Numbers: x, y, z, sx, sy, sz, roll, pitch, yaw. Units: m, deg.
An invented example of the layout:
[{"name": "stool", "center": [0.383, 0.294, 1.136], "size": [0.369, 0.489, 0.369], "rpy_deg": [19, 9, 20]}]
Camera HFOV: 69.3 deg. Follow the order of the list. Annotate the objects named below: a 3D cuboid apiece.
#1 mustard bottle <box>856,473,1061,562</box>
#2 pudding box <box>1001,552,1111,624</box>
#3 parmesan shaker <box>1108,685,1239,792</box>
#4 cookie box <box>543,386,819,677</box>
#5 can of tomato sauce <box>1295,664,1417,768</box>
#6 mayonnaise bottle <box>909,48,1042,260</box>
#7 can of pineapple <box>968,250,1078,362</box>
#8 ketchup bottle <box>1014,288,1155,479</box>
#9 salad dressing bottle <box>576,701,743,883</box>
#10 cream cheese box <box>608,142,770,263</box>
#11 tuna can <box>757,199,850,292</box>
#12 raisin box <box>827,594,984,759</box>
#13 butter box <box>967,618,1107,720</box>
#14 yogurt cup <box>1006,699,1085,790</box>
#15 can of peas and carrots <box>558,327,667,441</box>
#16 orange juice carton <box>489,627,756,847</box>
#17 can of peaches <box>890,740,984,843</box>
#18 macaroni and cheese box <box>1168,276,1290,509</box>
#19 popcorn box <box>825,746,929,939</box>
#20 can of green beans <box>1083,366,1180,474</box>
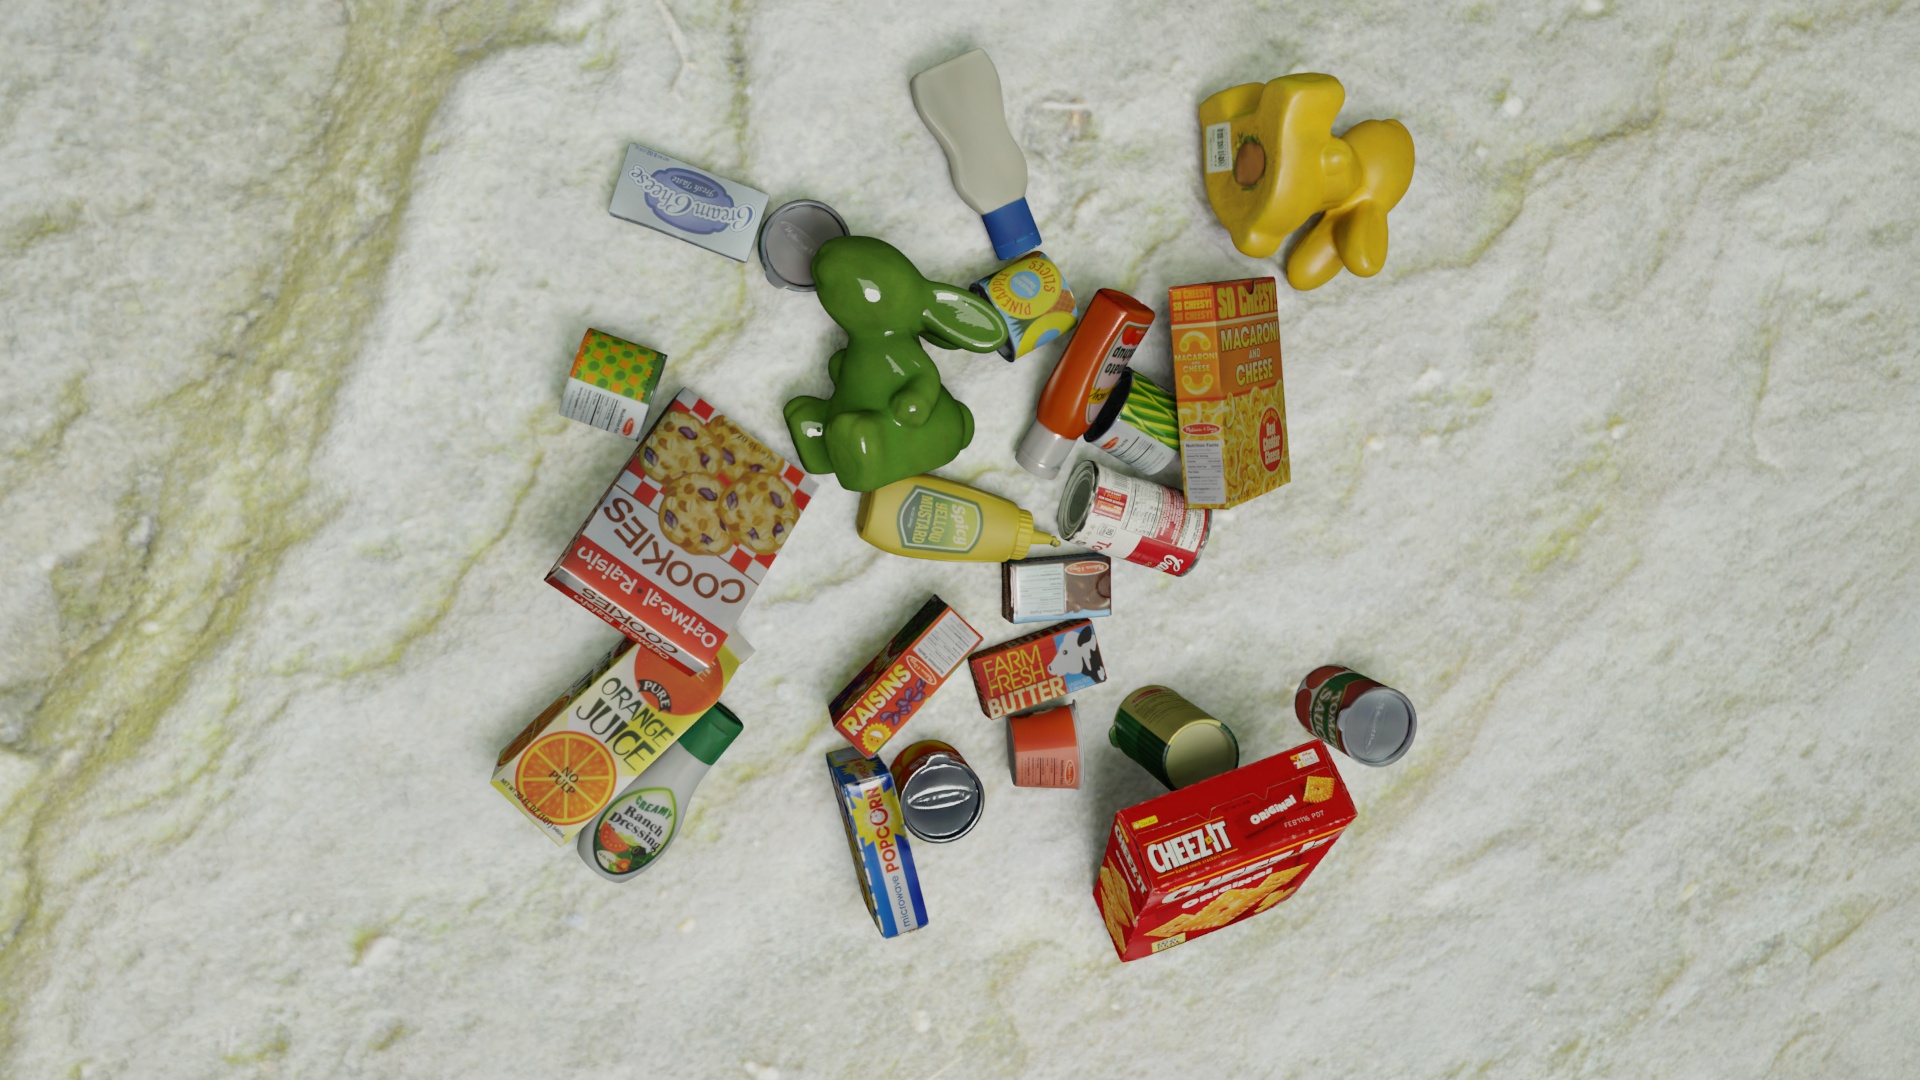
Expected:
[{"name": "mustard bottle", "center": [0.004, -0.013, 1.061], "size": [0.160, 0.049, 0.065], "rpy_deg": [9, 97, -14]}, {"name": "pudding box", "center": [0.076, 0.038, 1.096], "size": [0.084, 0.030, 0.049], "rpy_deg": [-4, 98, -13]}, {"name": "parmesan shaker", "center": [0.167, 0.160, 1.097], "size": [0.071, 0.103, 0.071], "rpy_deg": [-2, 99, -13]}, {"name": "cookie box", "center": [-0.193, -0.006, 0.983], "size": [0.123, 0.040, 0.168], "rpy_deg": [37, 59, -16]}, {"name": "can of tomato sauce", "center": [0.322, 0.143, 1.142], "size": [0.071, 0.083, 0.071], "rpy_deg": [-2, 98, -13]}, {"name": "mayonnaise bottle", "center": [0.017, -0.283, 1.032], "size": [0.065, 0.041, 0.147], "rpy_deg": [-25, 104, -7]}, {"name": "can of pineapple", "center": [0.047, -0.176, 1.039], "size": [0.058, 0.071, 0.071], "rpy_deg": [-30, 104, -9]}, {"name": "ketchup bottle", "center": [0.090, -0.117, 1.052], "size": [0.043, 0.065, 0.148], "rpy_deg": [37, 112, 20]}, {"name": "salad dressing bottle", "center": [-0.222, 0.185, 1.037], "size": [0.064, 0.044, 0.147], "rpy_deg": [40, 87, -17]}, {"name": "cream cheese box", "center": [-0.194, -0.241, 0.995], "size": [0.104, 0.024, 0.053], "rpy_deg": [18, 95, -15]}, {"name": "tuna can", "center": [-0.116, -0.212, 1.013], "size": [0.071, 0.033, 0.071], "rpy_deg": [-2, 98, -13]}, {"name": "raisin box", "center": [-0.043, 0.101, 1.047], "size": [0.040, 0.086, 0.123], "rpy_deg": [45, 86, -9]}, {"name": "butter box", "center": [0.061, 0.101, 1.104], "size": [0.104, 0.024, 0.053], "rpy_deg": [-17, 102, -11]}, {"name": "yogurt cup", "center": [0.066, 0.164, 1.095], "size": [0.054, 0.072, 0.072], "rpy_deg": [-4, 99, -5]}, {"name": "can of peas and carrots", "center": [-0.244, -0.112, 0.981], "size": [0.059, 0.071, 0.071], "rpy_deg": [19, 93, -15]}, {"name": "orange juice carton", "center": [-0.242, 0.122, 1.008], "size": [0.193, 0.073, 0.071], "rpy_deg": [-43, 105, -5]}, {"name": "can of peaches", "center": [-0.020, 0.192, 1.080], "size": [0.071, 0.058, 0.071], "rpy_deg": [-2, 98, -13]}, {"name": "macaroni and cheese box", "center": [0.209, -0.116, 1.066], "size": [0.124, 0.040, 0.166], "rpy_deg": [-19, 106, -54]}, {"name": "popcorn box", "center": [-0.064, 0.227, 1.060], "size": [0.038, 0.085, 0.126], "rpy_deg": [-16, 101, -12]}, {"name": "can of green beans", "center": [0.137, -0.092, 1.074], "size": [0.058, 0.071, 0.071], "rpy_deg": [27, 91, -16]}]
